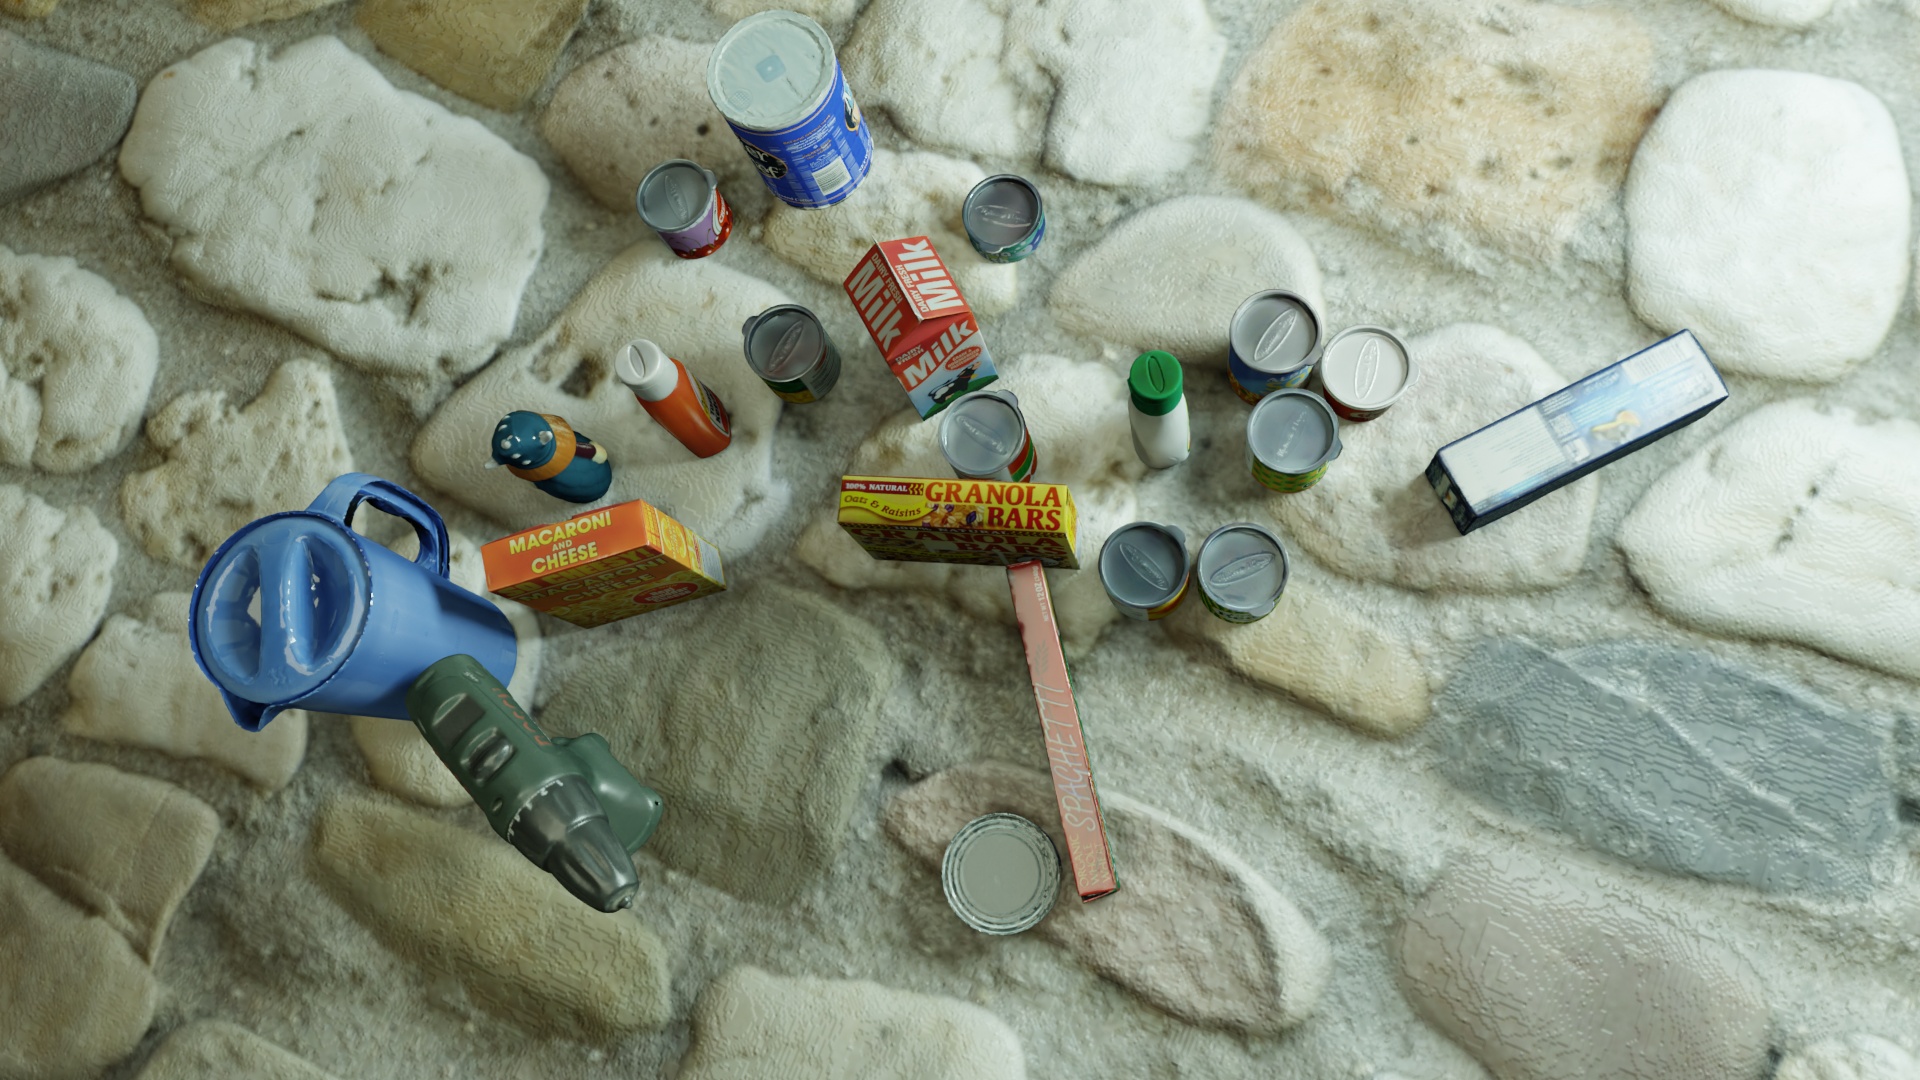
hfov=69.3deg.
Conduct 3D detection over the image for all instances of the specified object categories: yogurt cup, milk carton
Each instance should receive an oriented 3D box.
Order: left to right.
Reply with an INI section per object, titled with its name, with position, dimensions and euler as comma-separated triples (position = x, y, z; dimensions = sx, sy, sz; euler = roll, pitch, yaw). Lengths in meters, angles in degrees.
[milk carton]
position = -0.030, -0.162, 1.044
dimensions = 0.073, 0.190, 0.072
euler = -30, 74, 2
[yogurt cup]
position = 0.304, -0.123, 1.049
dimensions = 0.072, 0.054, 0.072
euler = -2, 76, 9

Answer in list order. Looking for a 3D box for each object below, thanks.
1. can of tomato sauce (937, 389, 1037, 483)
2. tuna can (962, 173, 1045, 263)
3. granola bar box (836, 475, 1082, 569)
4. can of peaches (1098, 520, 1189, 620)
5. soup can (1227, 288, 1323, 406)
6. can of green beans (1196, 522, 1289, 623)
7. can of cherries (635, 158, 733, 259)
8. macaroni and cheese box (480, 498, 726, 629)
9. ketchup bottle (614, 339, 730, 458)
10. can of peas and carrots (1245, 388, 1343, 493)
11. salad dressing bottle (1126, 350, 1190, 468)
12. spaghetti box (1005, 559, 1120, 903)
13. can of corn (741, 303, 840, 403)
[can of tomato sauce]
position = 0.023, -0.073, 1.068
dimensions = 0.071, 0.083, 0.071
euler = -2, 76, 9
[tuna can]
position = 0.036, -0.261, 1.139
dimensions = 0.071, 0.032, 0.071
euler = -2, 76, 9
[granola bar box]
position = 0.004, -0.013, 1.035
dimensions = 0.165, 0.124, 0.039
euler = 3, 77, 10
[can of peaches]
position = 0.140, 0.022, 1.038
dimensions = 0.071, 0.058, 0.071
euler = -2, 76, 9
[soup can]
position = 0.238, -0.141, 1.049
dimensions = 0.071, 0.083, 0.071
euler = -2, 76, 9
[can of green beans]
position = 0.208, 0.025, 1.026
dimensions = 0.071, 0.057, 0.071
euler = -2, 76, 9
[can of cherries]
position = -0.230, -0.280, 1.175
dimensions = 0.071, 0.058, 0.071
euler = -2, 76, 9
[macaroni and cheese box]
position = -0.265, 0.020, 1.050
dimensions = 0.124, 0.166, 0.040
euler = -16, 75, 6
[ketchup bottle]
position = -0.225, -0.113, 1.086
dimensions = 0.043, 0.148, 0.065
euler = -26, 74, 3
[can of peas and carrots]
position = 0.250, -0.073, 1.043
dimensions = 0.071, 0.058, 0.071
euler = -2, 76, 9
[salad dressing bottle]
position = 0.145, -0.096, 1.020
dimensions = 0.044, 0.147, 0.064
euler = -14, 75, 6
[spaghetti box]
position = 0.075, 0.139, 1.024
dimensions = 0.029, 0.050, 0.250
euler = -14, 74, 6
[can of corn]
position = -0.138, -0.152, 1.128
dimensions = 0.071, 0.058, 0.071
euler = -2, 76, 9
